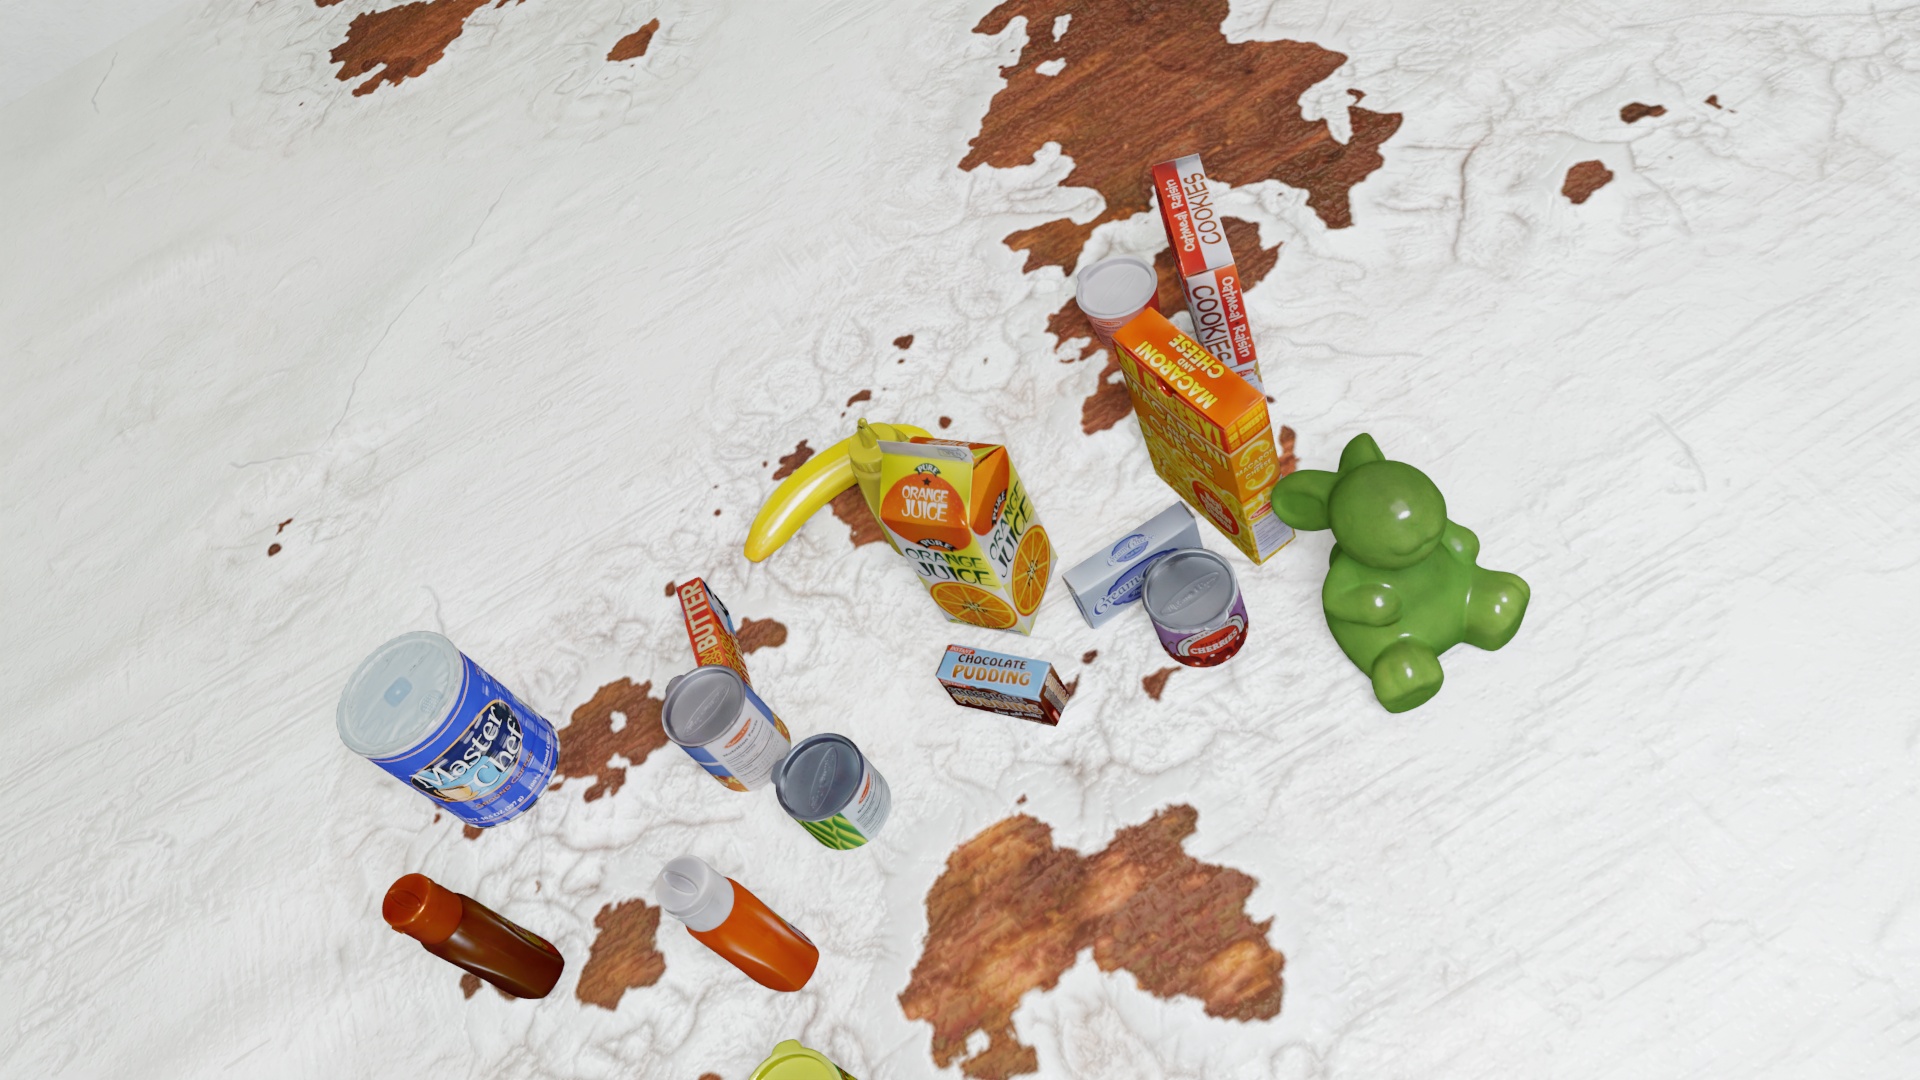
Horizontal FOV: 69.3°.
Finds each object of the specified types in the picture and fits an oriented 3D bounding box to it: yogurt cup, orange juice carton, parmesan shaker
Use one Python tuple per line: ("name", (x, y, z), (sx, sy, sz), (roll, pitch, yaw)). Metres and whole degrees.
("yogurt cup", (0.135, -0.196, 1.158), (0.072, 0.053, 0.073), (-10, 54, 15))
("orange juice carton", (0.004, -0.012, 0.993), (0.072, 0.192, 0.073), (8, 61, 26))
("parmesan shaker", (-0.081, 0.348, 0.831), (0.071, 0.102, 0.071), (-10, 54, 15))

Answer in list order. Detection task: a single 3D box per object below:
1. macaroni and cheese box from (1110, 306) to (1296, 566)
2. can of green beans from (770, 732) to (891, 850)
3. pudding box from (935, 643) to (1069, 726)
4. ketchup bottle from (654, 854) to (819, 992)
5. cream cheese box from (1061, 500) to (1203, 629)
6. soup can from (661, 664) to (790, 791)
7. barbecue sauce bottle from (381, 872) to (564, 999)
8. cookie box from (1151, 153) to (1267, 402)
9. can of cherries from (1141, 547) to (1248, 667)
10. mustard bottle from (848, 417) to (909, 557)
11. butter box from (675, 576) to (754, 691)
("macaroni and cheese box", (0.173, -0.071, 0.984), (0.040, 0.165, 0.124), (-38, 52, -6))
("can of green beans", (-0.089, 0.178, 0.981), (0.071, 0.057, 0.071), (-10, 54, 15))
("pudding box", (0.030, 0.103, 0.993), (0.084, 0.049, 0.030), (9, 61, 27))
("ketchup bottle", (-0.147, 0.247, 0.898), (0.065, 0.148, 0.044), (17, 65, 30))
("cream cheese box", (0.128, 0.019, 1.011), (0.104, 0.053, 0.024), (-32, 51, -2))
("soup can", (-0.173, 0.138, 1.026), (0.071, 0.083, 0.072), (-10, 54, 15))
("barbecue sauce bottle", (-0.336, 0.272, 0.955), (0.065, 0.148, 0.044), (14, 63, 29))
("cookie box", (0.190, -0.191, 1.061), (0.040, 0.166, 0.123), (-16, 53, 11))
("can of cherries", (0.166, 0.050, 0.971), (0.071, 0.058, 0.072), (-10, 54, 15))
("mustard bottle", (-0.050, -0.047, 1.058), (0.049, 0.159, 0.065), (-8, 55, 17))
("butter box", (-0.192, 0.082, 1.092), (0.024, 0.053, 0.104), (-27, 51, 2))
